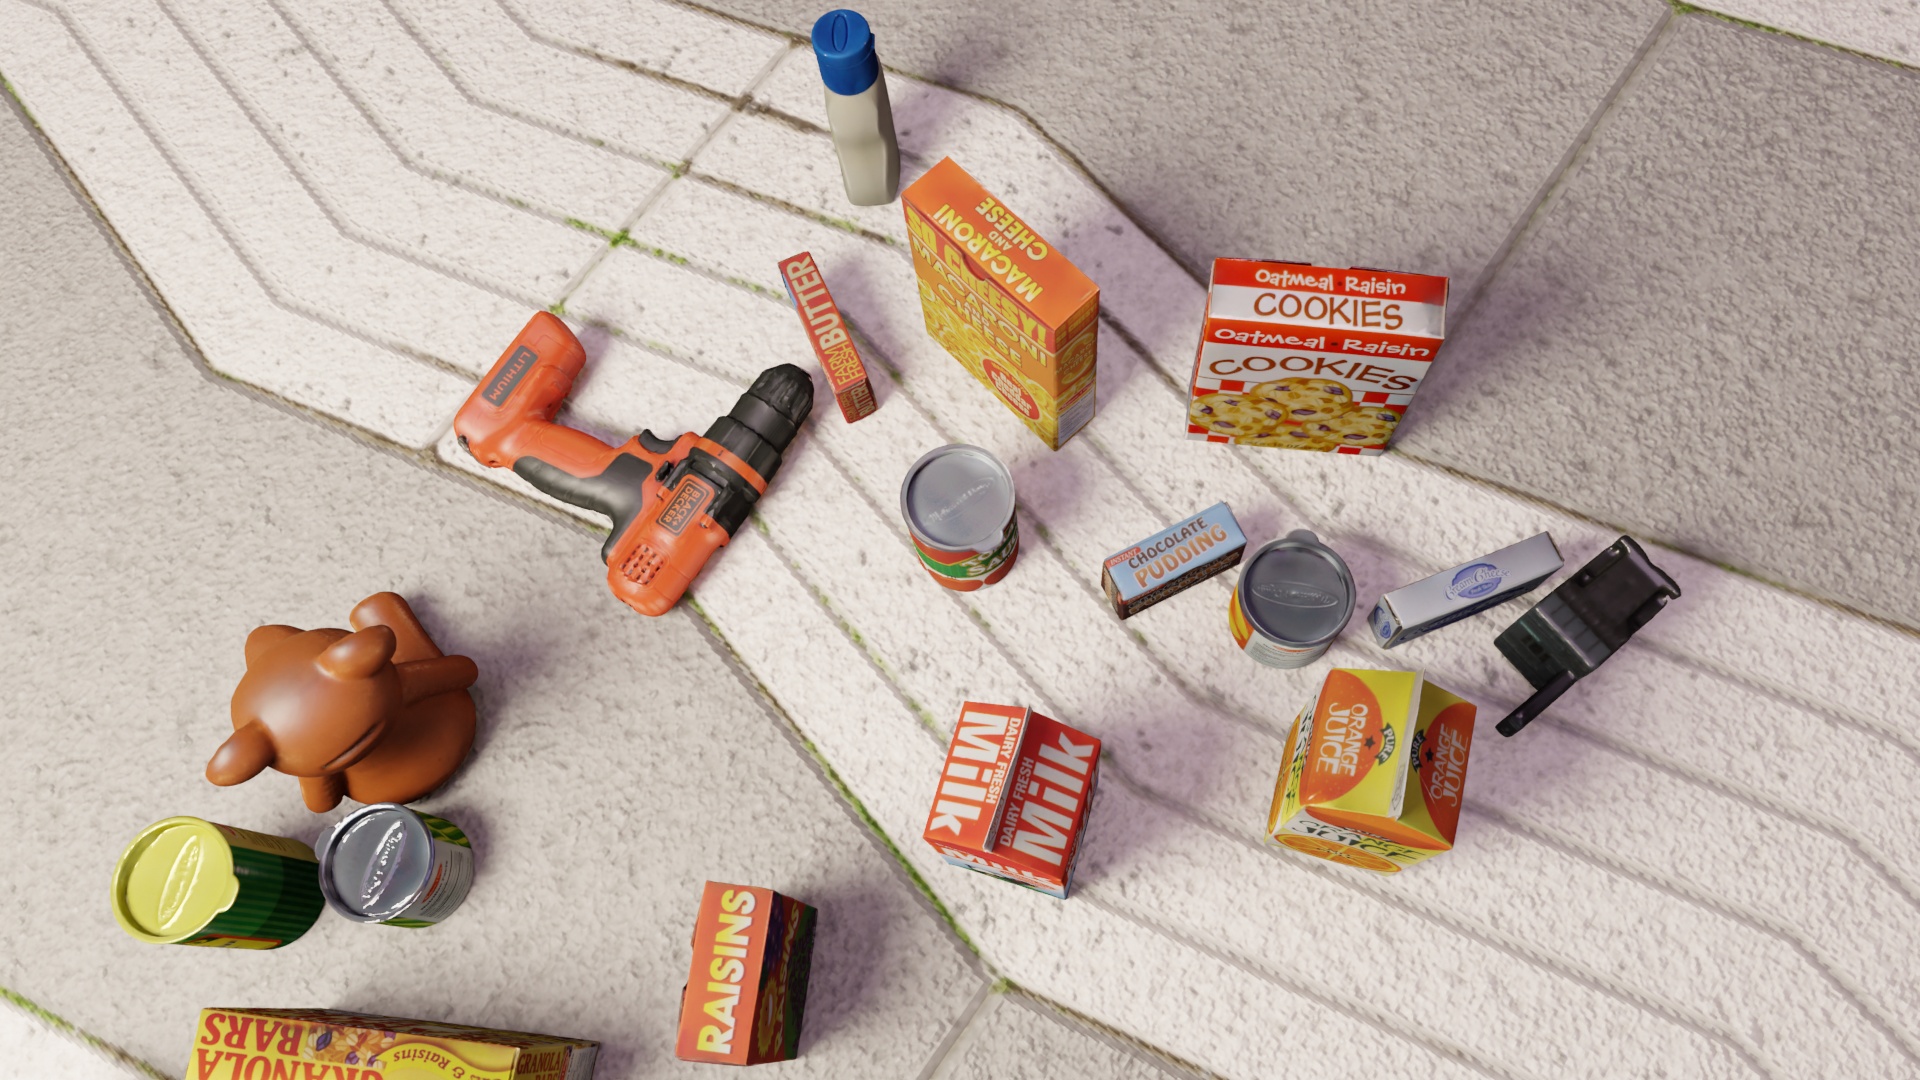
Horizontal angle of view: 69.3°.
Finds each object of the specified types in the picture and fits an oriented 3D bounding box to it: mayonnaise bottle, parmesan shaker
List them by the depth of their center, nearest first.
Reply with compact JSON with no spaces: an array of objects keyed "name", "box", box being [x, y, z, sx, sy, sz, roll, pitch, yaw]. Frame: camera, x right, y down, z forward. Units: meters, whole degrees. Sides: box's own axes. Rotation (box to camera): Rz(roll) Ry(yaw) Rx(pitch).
[{"name":"parmesan shaker","box":[-0.409,0.195,0.778,0.071,0.102,0.071,-1,71,4]},{"name":"mayonnaise bottle","box":[-0.066,-0.279,0.895,0.041,0.147,0.065,-2,71,4]}]

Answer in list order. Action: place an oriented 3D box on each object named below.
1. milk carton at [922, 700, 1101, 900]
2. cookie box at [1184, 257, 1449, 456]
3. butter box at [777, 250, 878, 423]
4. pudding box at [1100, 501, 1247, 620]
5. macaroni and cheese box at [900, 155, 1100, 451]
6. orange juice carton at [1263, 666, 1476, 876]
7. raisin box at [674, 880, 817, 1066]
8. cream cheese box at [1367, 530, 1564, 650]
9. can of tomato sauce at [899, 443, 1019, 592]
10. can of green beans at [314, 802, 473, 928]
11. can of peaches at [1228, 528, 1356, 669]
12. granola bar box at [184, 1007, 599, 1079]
[{"name":"milk carton","box":[0.029,0.136,0.719,0.073,0.190,0.072,15,73,10]},{"name":"cookie box","box":[0.198,-0.102,0.802,0.123,0.167,0.040,6,72,7]},{"name":"butter box","box":[-0.085,-0.130,0.895,0.024,0.053,0.104,-24,71,-4]},{"name":"pudding box","box":[0.127,0.012,0.829,0.084,0.049,0.030,-25,71,-5]},{"name":"macaroni and cheese box","box":[0.026,-0.135,0.827,0.040,0.166,0.124,-43,73,-10]},{"name":"orange juice carton","box":[0.209,0.119,0.710,0.073,0.192,0.072,14,73,9]},{"name":"raisin box","box":[-0.110,0.229,0.732,0.040,0.123,0.086,5,72,6]},{"name":"cream cheese box","box":[0.292,0.030,0.808,0.104,0.053,0.024,-21,71,-3]},{"name":"can of tomato sauce","box":[0.003,-0.010,0.829,0.071,0.083,0.071,-1,71,4]},{"name":"can of green beans","box":[-0.322,0.188,0.798,0.071,0.057,0.071,-1,71,4]},{"name":"can of peaches","box":[0.193,0.036,0.812,0.071,0.058,0.071,-1,71,4]},{"name":"granola bar box","box":[-0.292,0.275,0.730,0.165,0.124,0.039,5,72,6]}]
